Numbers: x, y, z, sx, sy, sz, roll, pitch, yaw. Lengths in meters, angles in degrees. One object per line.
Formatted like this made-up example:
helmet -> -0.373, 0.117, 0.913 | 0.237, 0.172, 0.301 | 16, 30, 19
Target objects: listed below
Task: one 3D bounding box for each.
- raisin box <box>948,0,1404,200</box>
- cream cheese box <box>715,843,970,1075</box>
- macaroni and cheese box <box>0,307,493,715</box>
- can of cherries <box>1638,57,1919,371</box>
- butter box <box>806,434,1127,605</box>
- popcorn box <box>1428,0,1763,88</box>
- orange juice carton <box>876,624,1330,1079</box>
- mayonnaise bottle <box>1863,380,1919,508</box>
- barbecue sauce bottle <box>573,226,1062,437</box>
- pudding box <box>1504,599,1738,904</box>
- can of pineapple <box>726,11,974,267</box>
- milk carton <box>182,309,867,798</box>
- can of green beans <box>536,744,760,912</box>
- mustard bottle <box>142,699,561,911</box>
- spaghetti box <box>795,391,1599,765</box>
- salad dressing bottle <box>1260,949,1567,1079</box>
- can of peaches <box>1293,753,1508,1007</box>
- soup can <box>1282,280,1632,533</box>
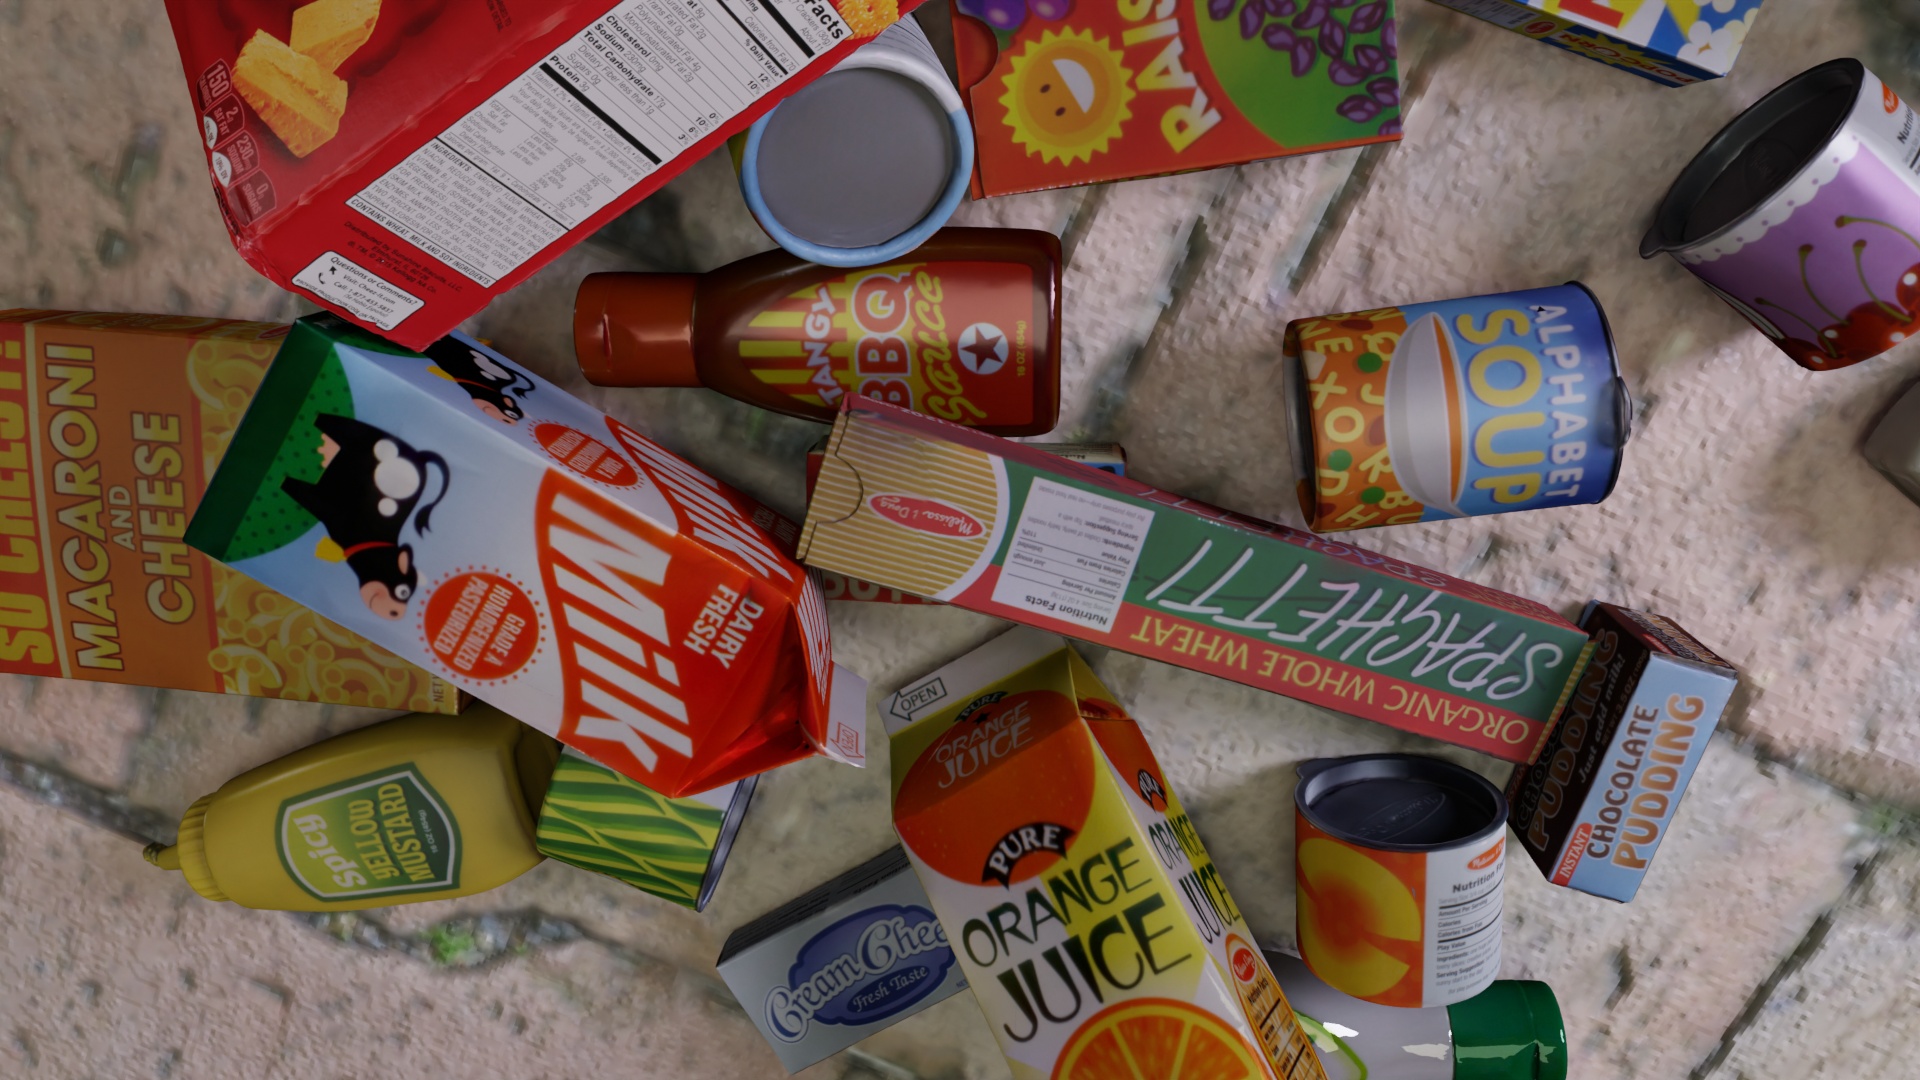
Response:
raisin box -> 0.060, -0.150, 0.403 | 0.123, 0.040, 0.086 | -6, 106, 7
cream cheese box -> -0.032, 0.147, 0.503 | 0.103, 0.024, 0.053 | -31, 100, 13
macaroni and cheese box -> -0.244, -0.011, 0.468 | 0.166, 0.040, 0.123 | 4, 105, 3
can of cherries -> 0.242, -0.089, 0.392 | 0.058, 0.072, 0.071 | 37, 106, -7
butter box -> 0.002, -0.006, 0.457 | 0.103, 0.024, 0.053 | 2, 105, 4
popcorn box -> 0.191, -0.200, 0.378 | 0.085, 0.038, 0.126 | 19, 107, -1
orange juice carton -> 0.043, 0.120, 0.443 | 0.071, 0.073, 0.193 | -32, 74, 13
mayonnaise bottle -> 0.344, -0.062, 0.402 | 0.065, 0.041, 0.147 | 38, 106, -4
barbecue sauce bottle -> -0.043, -0.065, 0.434 | 0.148, 0.044, 0.064 | 1, 112, 5
pudding box -> 0.209, 0.066, 0.446 | 0.030, 0.050, 0.083 | 16, 107, -1
can of pineapple -> -0.035, -0.119, 0.398 | 0.071, 0.058, 0.070 | -10, 134, -10
milk carton -> -0.110, 0.009, 0.411 | 0.190, 0.072, 0.073 | 30, 102, -10
can of green beans -> -0.102, 0.084, 0.469 | 0.058, 0.071, 0.071 | 20, 107, 0
mustard bottle -> -0.221, 0.101, 0.493 | 0.160, 0.049, 0.065 | -14, 103, 8
spaghetti box -> 0.075, 0.015, 0.432 | 0.250, 0.029, 0.050 | 16, 106, -10
salad dressing bottle -> 0.131, 0.174, 0.486 | 0.148, 0.044, 0.064 | -4, 105, 6
can of peaches -> 0.142, 0.110, 0.457 | 0.071, 0.071, 0.058 | -3, 106, 6
soup can -> 0.143, -0.038, 0.411 | 0.084, 0.071, 0.071 | -7, 105, 7
